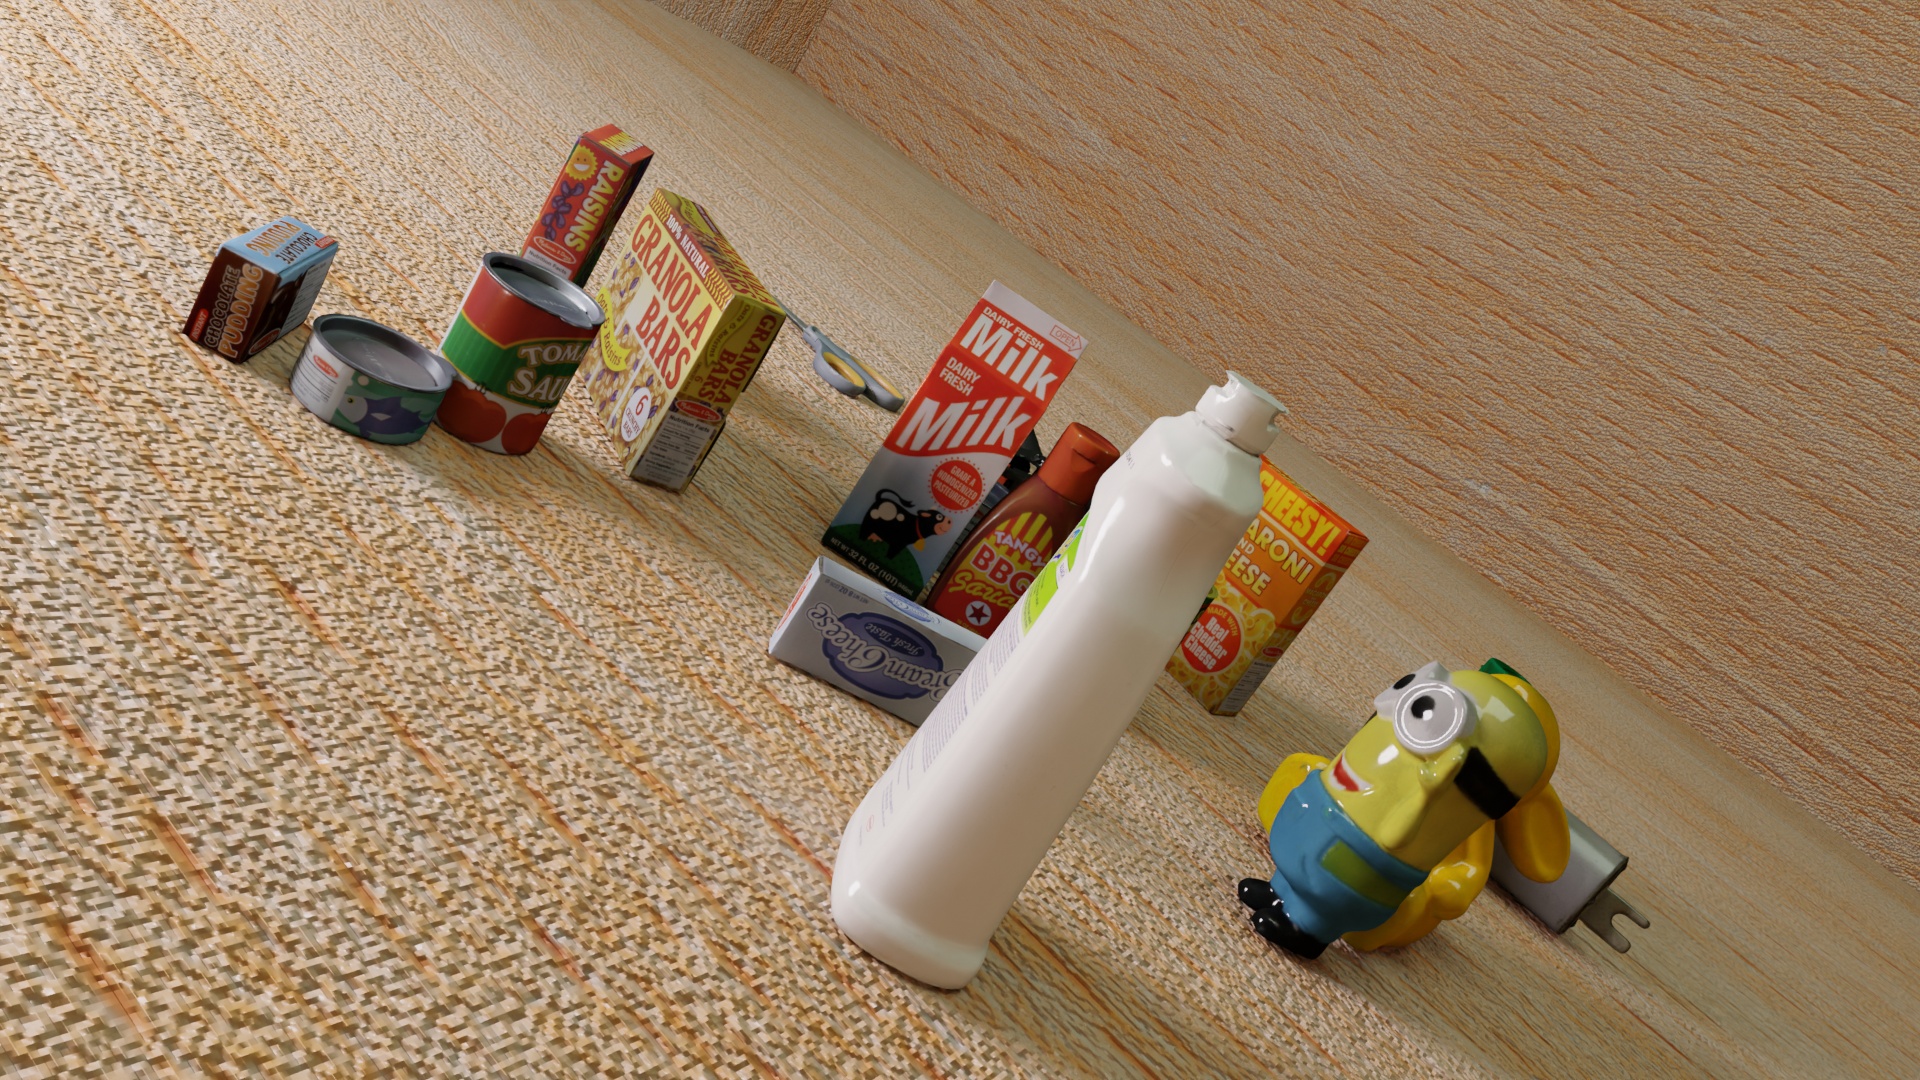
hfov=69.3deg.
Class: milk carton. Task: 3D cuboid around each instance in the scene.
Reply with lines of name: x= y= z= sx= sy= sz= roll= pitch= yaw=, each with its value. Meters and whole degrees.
milk carton: x=-0.002 y=-0.063 z=0.862 sx=0.072 sy=0.190 sz=0.074 roll=33 pitch=16 yaw=-1

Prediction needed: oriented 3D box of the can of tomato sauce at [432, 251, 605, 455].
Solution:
can of tomato sauce: x=-0.231 y=-0.094 z=0.715 sx=0.071 sy=0.083 sz=0.071 roll=31 pitch=17 yaw=-10

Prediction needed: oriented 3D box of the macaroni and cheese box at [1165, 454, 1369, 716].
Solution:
macaroni and cheese box: x=0.202 y=0.027 z=1.028 sx=0.040 sy=0.166 sz=0.124 roll=14 pitch=26 yaw=-50

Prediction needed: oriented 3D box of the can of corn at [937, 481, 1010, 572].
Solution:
can of corn: x=0.003 y=-0.012 z=0.958 sx=0.071 sy=0.058 sz=0.071 roll=31 pitch=17 yaw=-10

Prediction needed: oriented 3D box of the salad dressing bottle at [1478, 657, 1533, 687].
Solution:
salad dressing bottle: x=0.341 y=0.149 z=0.976 sx=0.064 sy=0.147 sz=0.044 roll=20 pitch=21 yaw=-38

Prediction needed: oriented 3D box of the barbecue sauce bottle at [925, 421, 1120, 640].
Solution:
barbecue sauce bottle: x=0.042 y=-0.002 z=0.846 sx=0.065 sy=0.148 sz=0.044 roll=34 pitch=16 yaw=1

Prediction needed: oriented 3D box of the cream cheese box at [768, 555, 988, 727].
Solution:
cream cheese box: x=-0.040 y=0.055 z=0.705 sx=0.104 sy=0.053 sz=0.024 roll=28 pitch=17 yaw=-18

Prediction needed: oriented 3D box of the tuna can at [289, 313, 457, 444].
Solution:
tuna can: x=-0.279 y=-0.077 z=0.664 sx=0.071 sy=0.032 sz=0.071 roll=30 pitch=17 yaw=-10

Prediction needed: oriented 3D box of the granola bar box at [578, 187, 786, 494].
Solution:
granola bar box: x=-0.173 y=-0.123 z=0.827 sx=0.039 sy=0.124 sz=0.166 roll=20 pitch=21 yaw=-38

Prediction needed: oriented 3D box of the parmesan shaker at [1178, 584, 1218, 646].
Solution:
parmesan shaker: x=0.108 y=0.055 z=0.888 sx=0.071 sy=0.102 sz=0.071 roll=31 pitch=17 yaw=-10

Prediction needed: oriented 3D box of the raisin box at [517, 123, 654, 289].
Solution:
raisin box: x=-0.255 y=-0.211 z=0.924 sx=0.040 sy=0.123 sz=0.086 roll=30 pitch=17 yaw=-12

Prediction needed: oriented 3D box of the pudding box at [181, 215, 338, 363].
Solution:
pudding box: x=-0.332 y=-0.122 z=0.663 sx=0.030 sy=0.049 sz=0.084 roll=29 pitch=17 yaw=-16
